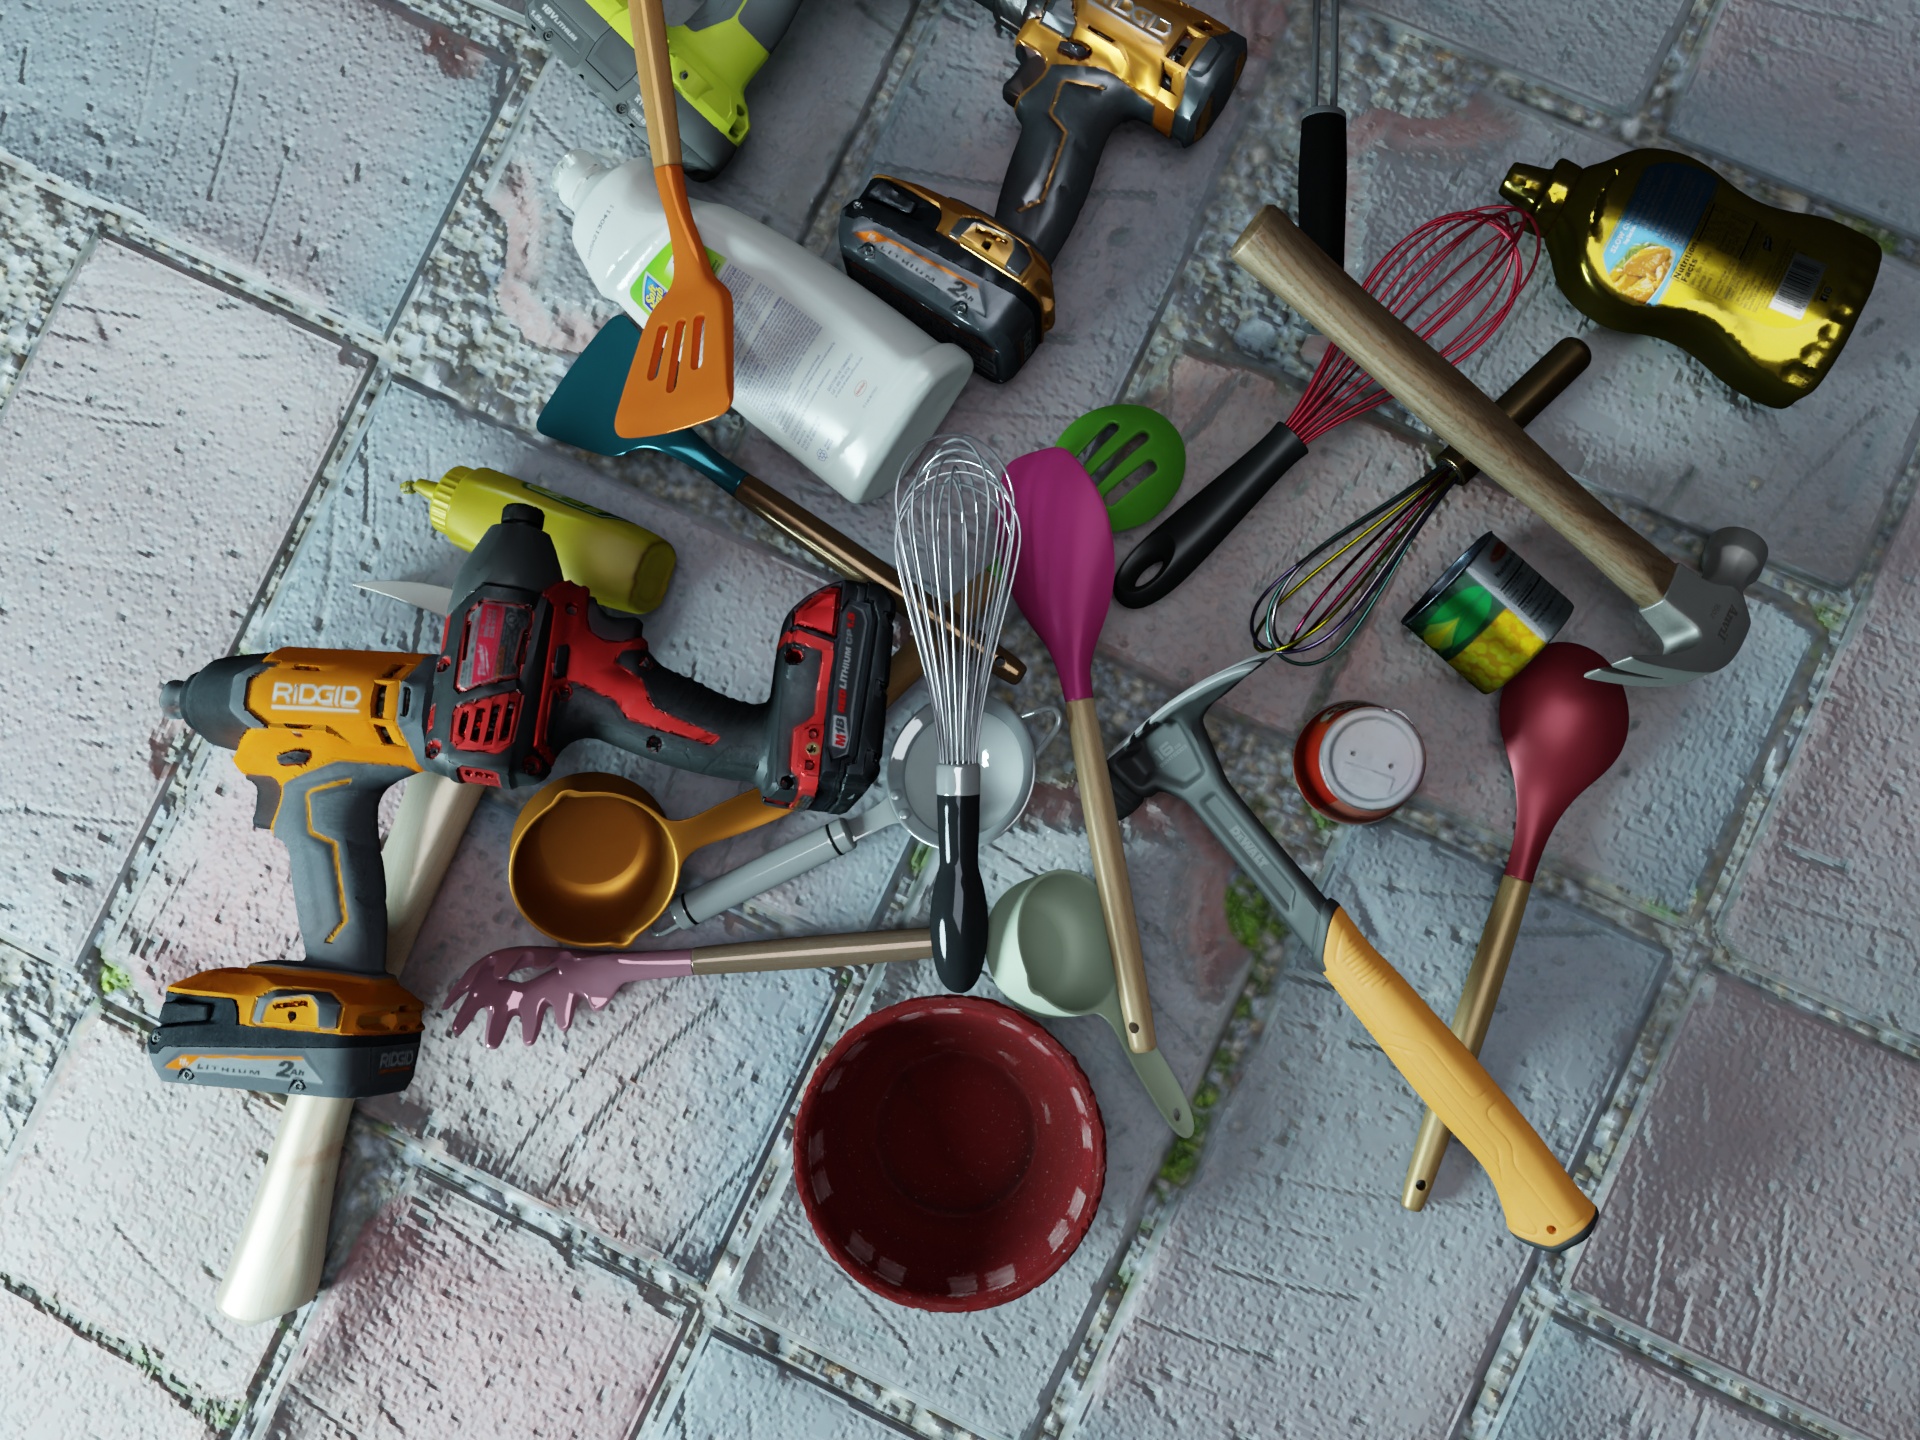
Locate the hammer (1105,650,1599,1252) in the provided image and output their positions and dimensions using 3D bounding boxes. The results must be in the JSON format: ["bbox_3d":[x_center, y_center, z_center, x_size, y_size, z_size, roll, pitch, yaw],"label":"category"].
[{"bbox_3d":[0.209,0.124,0.811,0.337,0.034,0.127,51,125,6],"label":"hammer"}]

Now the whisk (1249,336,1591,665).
[{"bbox_3d":[0.250,-0.118,0.854,0.245,0.047,0.051,-43,83,-4],"label":"whisk"}]

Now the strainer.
[{"bbox_3d":[-0.057,0.058,0.862,0.258,0.050,0.087,-26,67,7],"label":"strainer"}]

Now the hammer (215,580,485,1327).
[{"bbox_3d":[-0.330,0.126,0.875,0.146,0.038,0.410,20,87,6],"label":"hammer"}]

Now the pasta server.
[{"bbox_3d":[-0.118,0.134,0.860,0.316,0.060,0.040,-5,42,1],"label":"pasta server"}]

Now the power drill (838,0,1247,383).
[{"bbox_3d":[0.022,-0.322,0.867,0.185,0.084,0.226,34,85,8],"label":"power drill"}]

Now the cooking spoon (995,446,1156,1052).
[{"bbox_3d":[0.067,0.015,0.830,0.069,0.017,0.319,-12,87,32],"label":"cooking spoon"}]

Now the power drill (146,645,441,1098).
[{"bbox_3d":[-0.349,0.073,0.826,0.164,0.084,0.226,4,82,7],"label":"power drill"}]

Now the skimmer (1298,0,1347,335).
[{"bbox_3d":[0.191,-0.388,0.836,0.127,0.090,0.363,1,78,13],"label":"skimmer"}]

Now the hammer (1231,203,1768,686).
[{"bbox_3d":[0.267,-0.137,0.798,0.331,0.031,0.130,38,61,-7],"label":"hammer"}]

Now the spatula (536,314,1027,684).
[{"bbox_3d":[-0.095,-0.113,0.871,0.317,0.044,0.082,35,88,6],"label":"spatula"}]

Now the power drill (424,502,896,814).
[{"bbox_3d":[-0.149,-0.029,0.805,0.219,0.078,0.143,7,76,-11],"label":"power drill"}]

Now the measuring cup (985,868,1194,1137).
[{"bbox_3d":[0.070,0.156,0.845,0.083,0.038,0.167,-42,106,-41],"label":"measuring cup"}]

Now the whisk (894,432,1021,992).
[{"bbox_3d":[0.000,-0.003,0.807,0.070,0.070,0.284,-1,93,4],"label":"whisk"}]

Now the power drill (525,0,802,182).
[{"bbox_3d":[-0.122,-0.424,0.862,0.171,0.080,0.223,46,100,8],"label":"power drill"}]

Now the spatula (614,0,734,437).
[{"bbox_3d":[-0.159,-0.309,0.814,0.081,0.041,0.322,-4,96,33],"label":"spatula"}]

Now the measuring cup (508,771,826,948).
[{"bbox_3d":[-0.158,0.056,0.859,0.173,0.052,0.095,-21,112,-12],"label":"measuring cup"}]

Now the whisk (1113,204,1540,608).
[{"bbox_3d":[0.193,-0.166,0.855,0.296,0.073,0.073,-44,84,6],"label":"whisk"}]

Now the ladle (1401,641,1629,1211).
[{"bbox_3d":[0.286,0.108,0.844,0.069,0.031,0.315,18,89,5],"label":"ladle"}]

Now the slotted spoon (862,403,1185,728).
[{"bbox_3d":[0.002,-0.058,0.873,0.314,0.031,0.070,-44,83,1],"label":"slotted spoon"}]
